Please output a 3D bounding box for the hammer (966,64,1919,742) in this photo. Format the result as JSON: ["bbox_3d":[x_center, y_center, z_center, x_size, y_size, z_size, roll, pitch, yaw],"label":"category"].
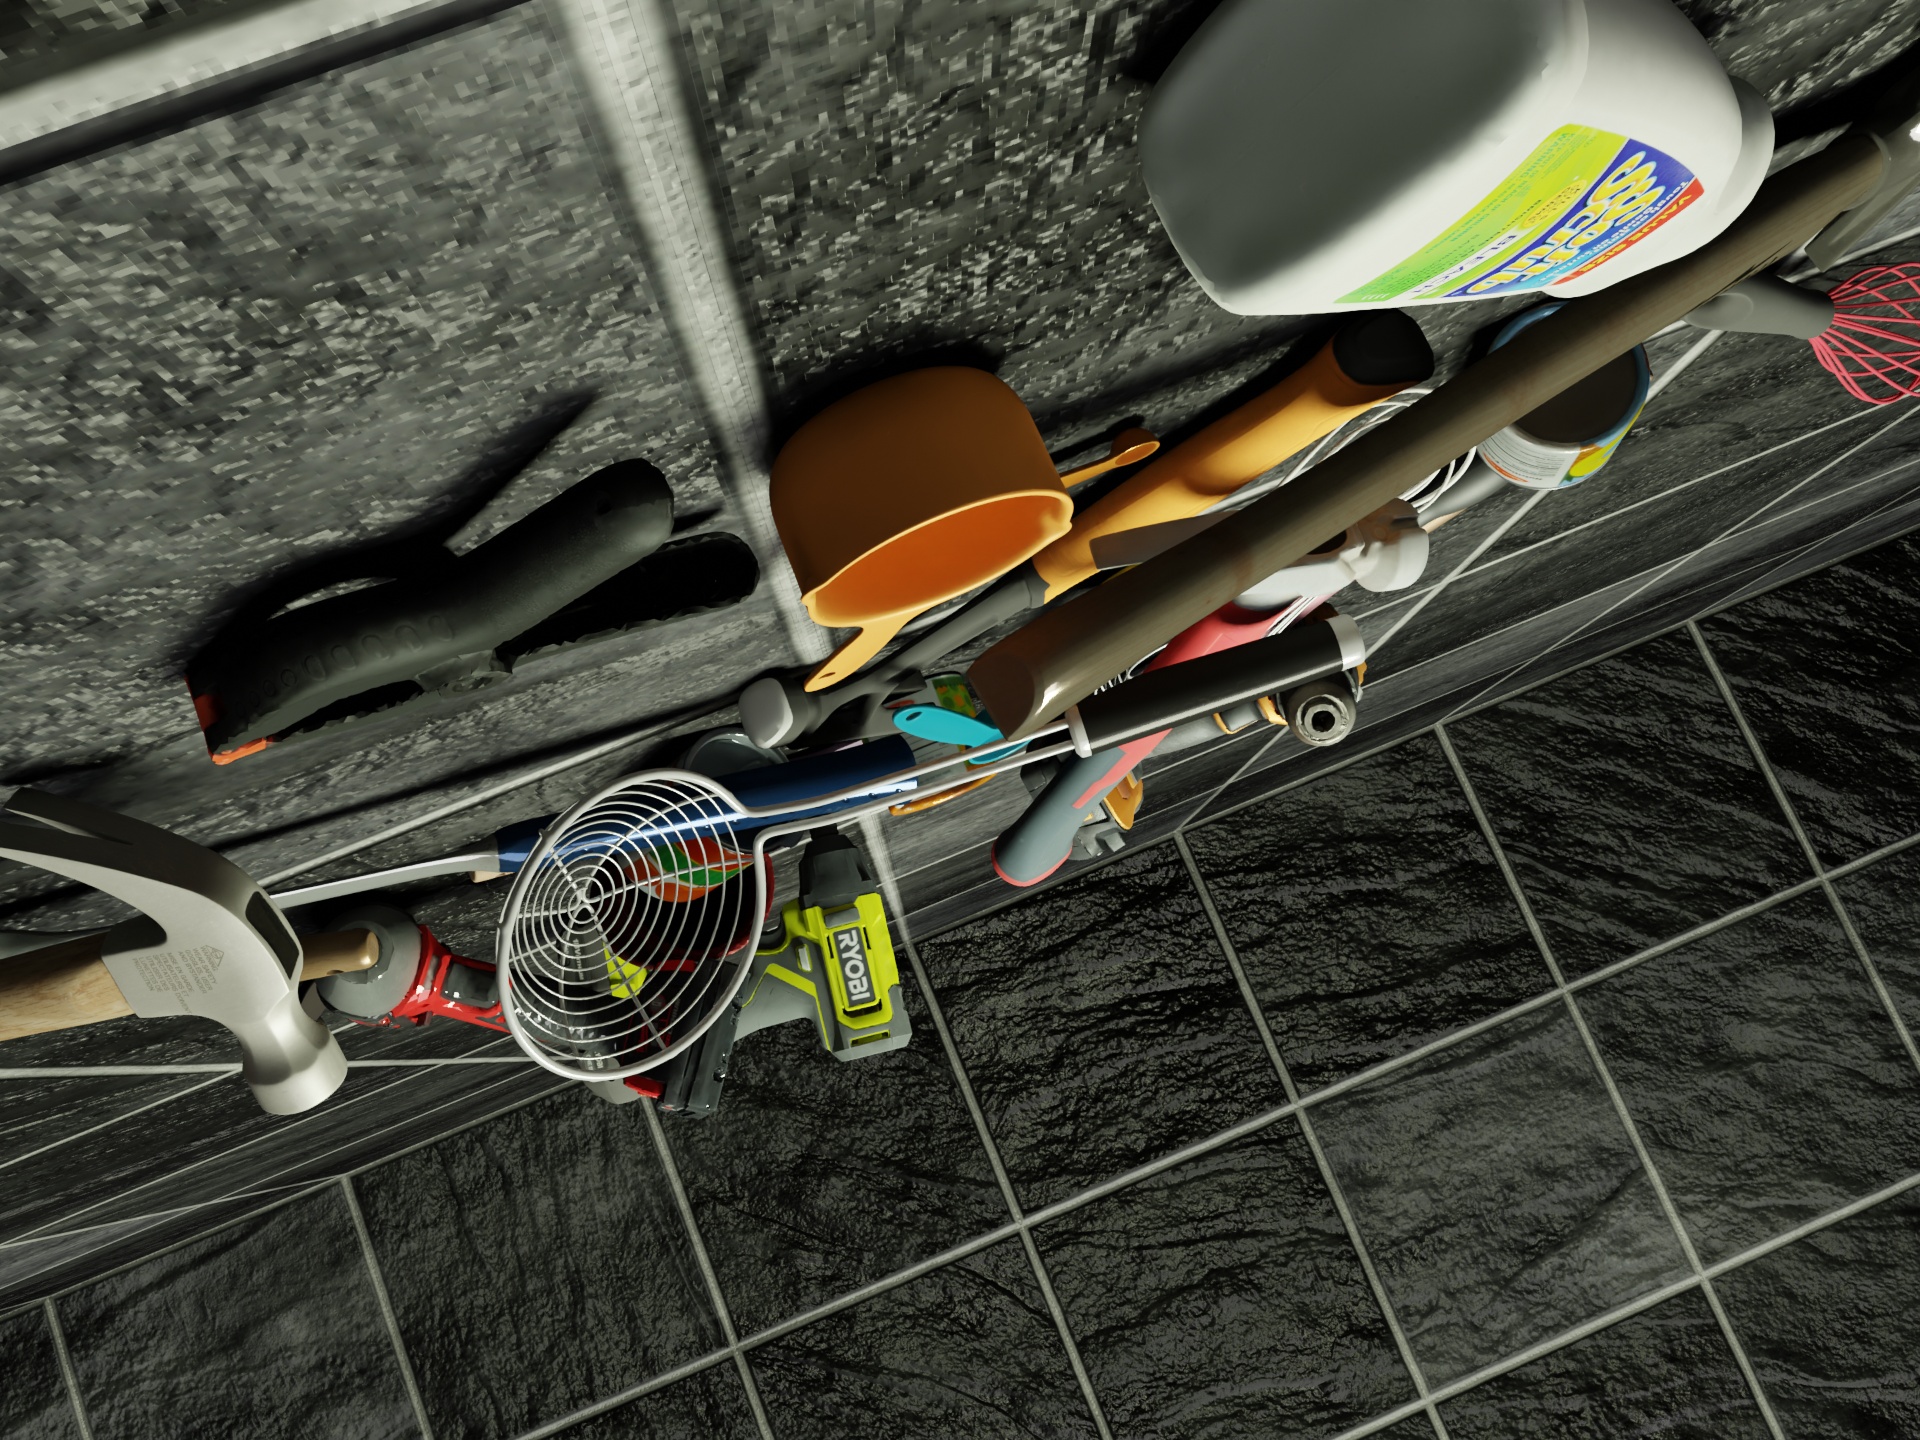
[{"bbox_3d":[0.184,-0.110,0.581,0.410,0.038,0.146,-32,171,-2],"label":"hammer"}]

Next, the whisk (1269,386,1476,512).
[{"bbox_3d":[0.122,-0.073,0.725,0.246,0.058,0.059,-32,121,29],"label":"whisk"}]

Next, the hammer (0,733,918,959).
[{"bbox_3d":[-0.207,0.058,0.672,0.405,0.035,0.144,-11,165,-24],"label":"hammer"}]

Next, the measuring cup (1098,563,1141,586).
[{"bbox_3d":[0.123,-0.081,0.827,0.156,0.029,0.062,-29,175,-39],"label":"measuring cup"}]

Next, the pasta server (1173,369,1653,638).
[{"bbox_3d":[0.247,-0.113,0.909,0.060,0.040,0.316,-11,160,-49],"label":"pasta server"}]

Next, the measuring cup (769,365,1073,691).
[{"bbox_3d":[-0.031,-0.058,0.526,0.095,0.052,0.173,-17,170,-27],"label":"measuring cup"}]

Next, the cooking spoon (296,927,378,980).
[{"bbox_3d":[-0.363,0.105,0.553,0.319,0.017,0.068,-9,160,-2],"label":"cooking spoon"}]

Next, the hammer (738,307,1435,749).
[{"bbox_3d":[0.053,-0.071,0.680,0.337,0.034,0.127,-31,166,36],"label":"hammer"}]

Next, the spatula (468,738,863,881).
[{"bbox_3d":[-0.122,0.036,0.891,0.316,0.018,0.059,-17,167,-33],"label":"spatula"}]

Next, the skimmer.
[{"bbox_3d":[-0.004,0.039,0.632,0.363,0.127,0.090,-18,-147,1],"label":"skimmer"}]

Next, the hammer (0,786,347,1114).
[{"bbox_3d":[-0.384,0.106,0.514,0.331,0.130,0.031,-13,-149,-2],"label":"hammer"}]

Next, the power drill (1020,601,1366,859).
[{"bbox_3d":[0.154,0.007,1.028,0.226,0.084,0.185,-27,-167,15],"label":"power drill"}]

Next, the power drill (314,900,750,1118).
[{"bbox_3d":[-0.230,0.149,0.846,0.219,0.079,0.143,15,162,-8],"label":"power drill"}]

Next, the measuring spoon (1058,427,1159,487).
[{"bbox_3d":[0.019,-0.087,0.600,0.117,0.011,0.021,-20,172,4],"label":"measuring spoon"}]

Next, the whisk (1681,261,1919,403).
[{"bbox_3d":[0.425,-0.198,0.779,0.295,0.073,0.073,-5,160,-39],"label":"whisk"}]

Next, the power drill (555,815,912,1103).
[{"bbox_3d":[-0.161,0.171,1.122,0.223,0.171,0.080,-13,168,-4],"label":"power drill"}]

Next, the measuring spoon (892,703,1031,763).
[{"bbox_3d":[-0.001,-0.002,0.772,0.042,0.021,0.128,-34,158,20],"label":"measuring spoon"}]

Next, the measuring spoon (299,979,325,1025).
[{"bbox_3d":[-0.412,0.176,1.005,0.034,0.018,0.124,-12,158,-39],"label":"measuring spoon"}]

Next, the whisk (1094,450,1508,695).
[{"bbox_3d":[0.193,-0.079,0.891,0.284,0.070,0.070,-33,166,27],"label":"whisk"}]

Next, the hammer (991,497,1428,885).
[{"bbox_3d":[0.070,0.008,0.784,0.143,0.038,0.386,-9,159,-21],"label":"hammer"}]
